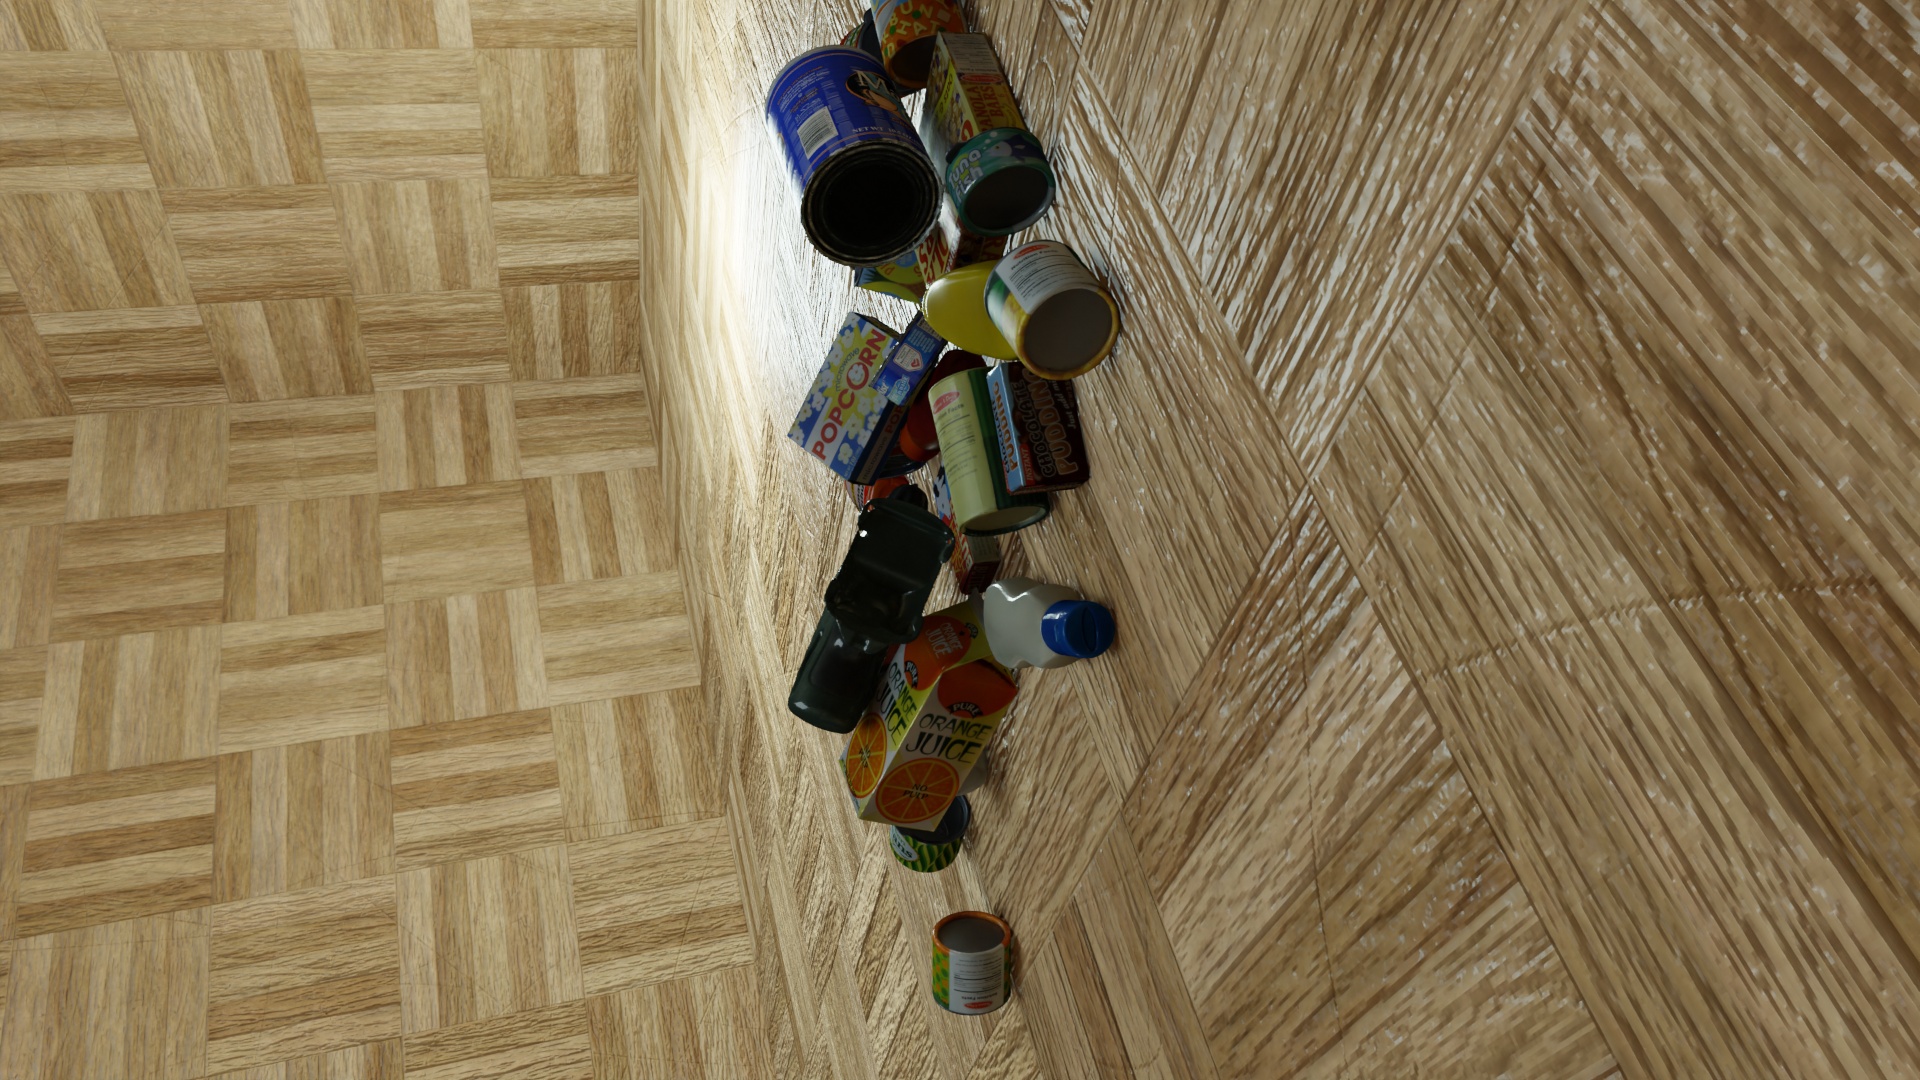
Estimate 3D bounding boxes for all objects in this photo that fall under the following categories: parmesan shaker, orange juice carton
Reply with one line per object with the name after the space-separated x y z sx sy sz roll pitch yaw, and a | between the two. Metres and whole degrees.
0.019 -0.060 0.969 0.071 0.071 0.103 128 132 -66 | parmesan shaker
-0.019 0.132 1.096 0.192 0.073 0.072 -61 31 22 | orange juice carton

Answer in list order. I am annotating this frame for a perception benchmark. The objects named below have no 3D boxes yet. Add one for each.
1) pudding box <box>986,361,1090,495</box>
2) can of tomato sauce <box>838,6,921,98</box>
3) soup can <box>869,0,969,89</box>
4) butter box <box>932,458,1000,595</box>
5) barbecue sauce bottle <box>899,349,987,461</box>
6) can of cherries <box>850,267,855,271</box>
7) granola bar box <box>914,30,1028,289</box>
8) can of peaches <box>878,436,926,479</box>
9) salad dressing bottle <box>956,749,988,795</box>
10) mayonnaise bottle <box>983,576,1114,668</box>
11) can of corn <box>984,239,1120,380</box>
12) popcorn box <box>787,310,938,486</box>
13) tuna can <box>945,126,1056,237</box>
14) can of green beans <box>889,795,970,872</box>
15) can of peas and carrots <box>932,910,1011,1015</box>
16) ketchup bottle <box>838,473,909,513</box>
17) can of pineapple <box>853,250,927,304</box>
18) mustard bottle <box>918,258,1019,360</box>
0.049 -0.074 0.896 0.030 0.050 0.084 145 117 -69 | pudding box
-0.060 -0.382 1.097 0.083 0.071 0.071 -151 56 -69 | can of tomato sauce
-0.033 -0.381 1.008 0.071 0.071 0.084 126 135 -65 | soup can
0.004 -0.014 1.104 0.053 0.024 0.104 111 148 -58 | butter box
-0.016 -0.099 1.104 0.148 0.044 0.065 140 133 -70 | barbecue sauce bottle
-0.072 -0.268 1.175 0.071 0.071 0.058 120 141 -62 | can of cherries
0.002 -0.257 0.996 0.164 0.039 0.125 108 151 -53 | granola bar box
-0.066 -0.092 1.233 0.071 0.071 0.058 132 129 -67 | can of peaches
-0.018 0.152 1.206 0.148 0.044 0.064 -114 28 -46 | salad dressing bottle
0.058 0.057 0.935 0.148 0.041 0.064 177 85 -72 | mayonnaise bottle
0.056 -0.135 0.829 0.058 0.071 0.070 -118 28 -49 | can of corn
-0.085 -0.121 1.184 0.085 0.038 0.126 36 104 34 | popcorn box
0.024 -0.228 0.884 0.070 0.071 0.033 109 148 -54 | tuna can
-0.028 0.254 1.236 0.057 0.071 0.071 104 153 -49 | can of green beans
0.008 0.349 1.156 0.071 0.071 0.058 -138 45 -64 | can of peas and carrots
-0.085 -0.053 1.342 0.149 0.043 0.064 -135 42 -64 | ketchup bottle
-0.049 -0.227 1.109 0.071 0.058 0.071 -165 88 -78 | can of pineapple
0.013 -0.159 0.942 0.160 0.049 0.065 21 125 59 | mustard bottle
